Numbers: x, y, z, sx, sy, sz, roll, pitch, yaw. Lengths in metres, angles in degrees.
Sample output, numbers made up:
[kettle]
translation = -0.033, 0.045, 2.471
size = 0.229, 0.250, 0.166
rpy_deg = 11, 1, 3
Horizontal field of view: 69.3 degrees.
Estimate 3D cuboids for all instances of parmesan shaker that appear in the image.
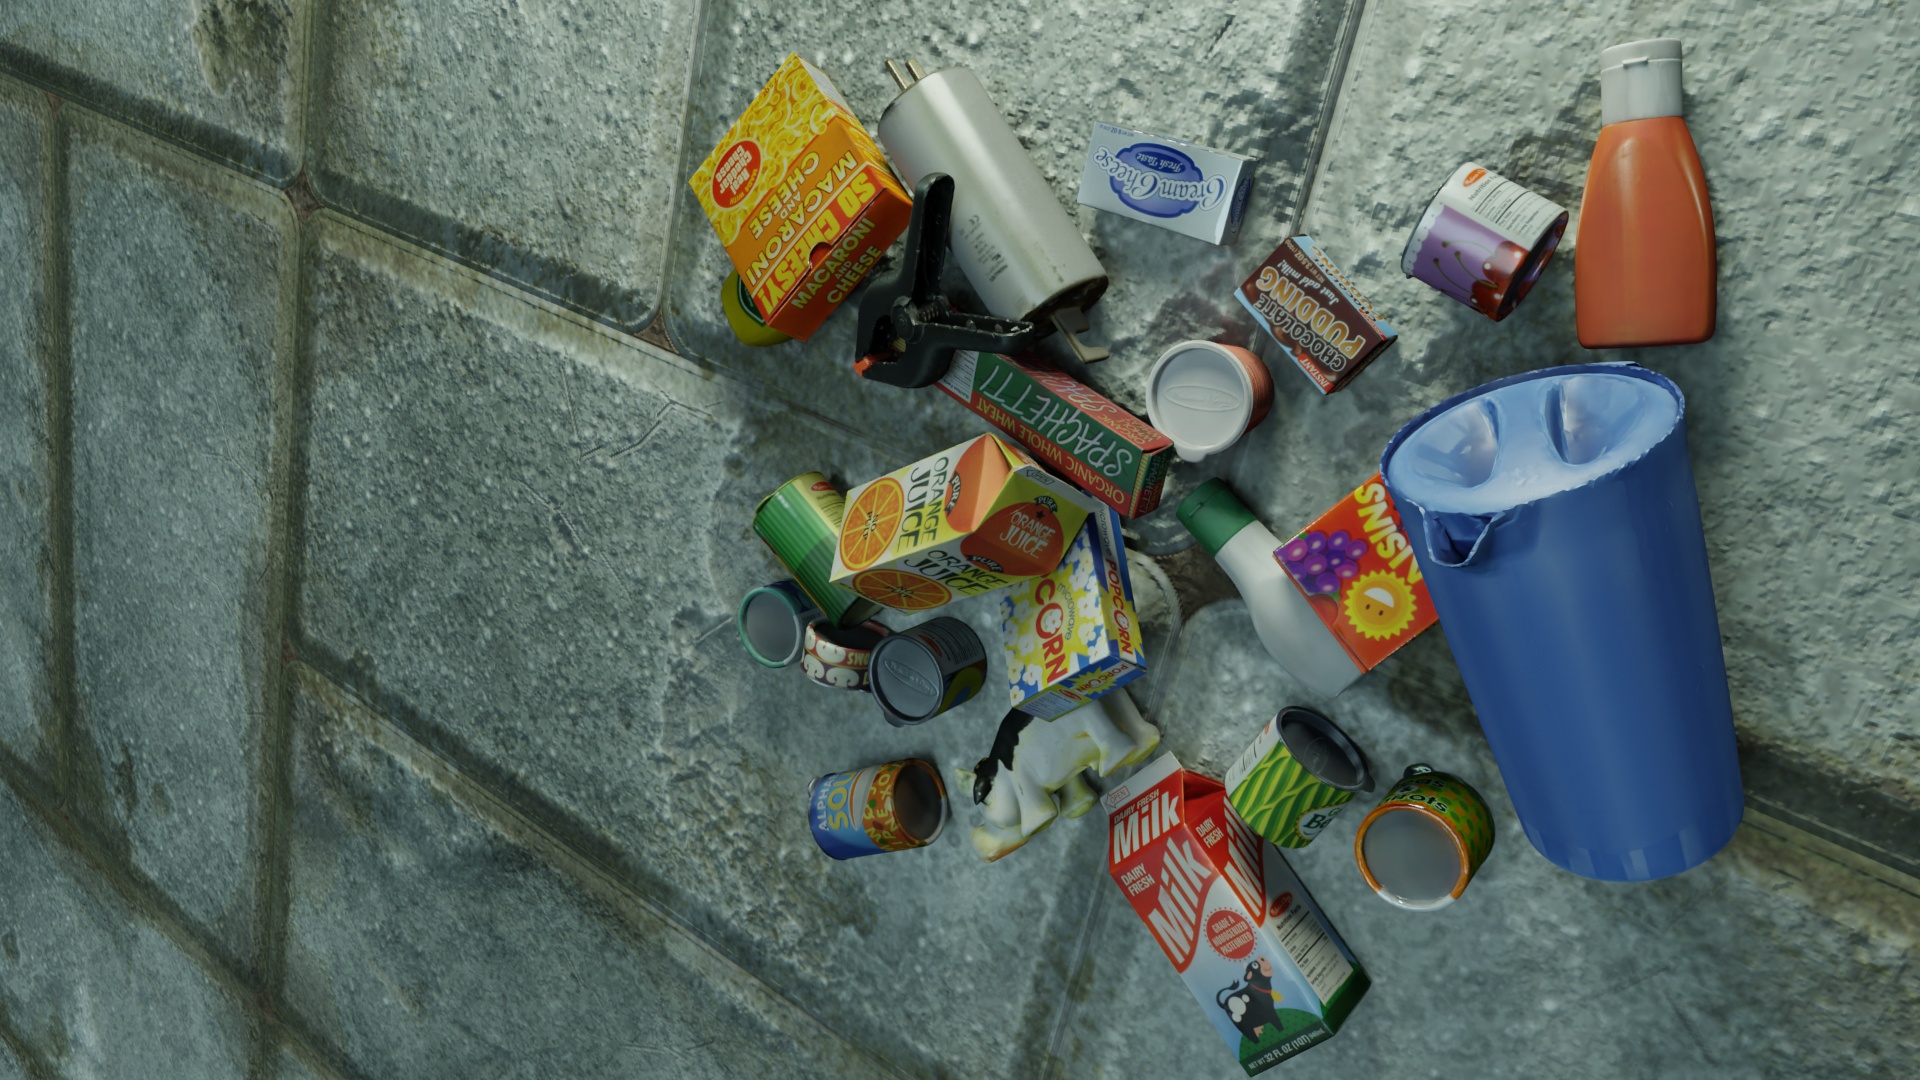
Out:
[parmesan shaker]
translation = -0.098, 0.009, 1.020
size = 0.103, 0.071, 0.071
rpy_deg = 49, 123, 16

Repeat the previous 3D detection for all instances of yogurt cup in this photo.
[yogurt cup]
translation = 0.153, -0.088, 0.837
size = 0.072, 0.054, 0.072
rpy_deg = 8, 105, 33

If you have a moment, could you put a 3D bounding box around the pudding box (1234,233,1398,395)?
[pudding box]
translation = 0.205, -0.131, 0.807
size = 0.084, 0.030, 0.049
rpy_deg = 53, 125, 14

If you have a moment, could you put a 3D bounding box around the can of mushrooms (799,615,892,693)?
[can of mushrooms]
translation = -0.082, 0.083, 1.029
size = 0.071, 0.071, 0.033
rpy_deg = 23, 111, 29

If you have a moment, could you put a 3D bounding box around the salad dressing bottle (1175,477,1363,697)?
[salad dressing bottle]
translation = 0.192, 0.026, 0.842
size = 0.148, 0.044, 0.064
rpy_deg = 50, 119, 17

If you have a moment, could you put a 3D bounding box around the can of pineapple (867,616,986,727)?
[can of pineapple]
translation = -0.025, 0.094, 0.997
size = 0.071, 0.058, 0.070
rpy_deg = 8, 105, 33

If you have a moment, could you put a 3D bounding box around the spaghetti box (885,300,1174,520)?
[spaghetti box]
translation = 0.036, -0.095, 0.896
size = 0.251, 0.029, 0.050
rpy_deg = 38, 132, 36

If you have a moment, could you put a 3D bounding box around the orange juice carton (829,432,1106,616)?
[orange juice carton]
translation = 0.003, -0.011, 0.912
size = 0.192, 0.072, 0.073
rpy_deg = -19, 53, 46

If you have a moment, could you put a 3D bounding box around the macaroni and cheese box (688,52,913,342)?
[macaroni and cheese box]
translation = -0.112, -0.236, 0.949
size = 0.123, 0.040, 0.167
rpy_deg = -45, 53, 20

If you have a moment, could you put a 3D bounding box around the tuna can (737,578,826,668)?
[tuna can]
translation = -0.142, 0.064, 1.087
size = 0.071, 0.033, 0.071
rpy_deg = 8, 105, 33

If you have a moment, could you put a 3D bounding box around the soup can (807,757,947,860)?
[soup can]
translation = -0.063, 0.199, 1.039
size = 0.083, 0.071, 0.071
rpy_deg = -18, 90, 35

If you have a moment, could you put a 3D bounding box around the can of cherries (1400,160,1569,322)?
[can of cherries]
translation = 0.276, -0.156, 0.733
size = 0.058, 0.072, 0.071
rpy_deg = 36, 118, 22

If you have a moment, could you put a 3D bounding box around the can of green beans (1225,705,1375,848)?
[can of green beans]
translation = 0.204, 0.144, 0.845
size = 0.071, 0.071, 0.057
rpy_deg = 44, 122, 19

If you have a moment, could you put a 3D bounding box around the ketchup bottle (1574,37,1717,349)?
[ketchup bottle]
translation = 0.342, -0.171, 0.695
size = 0.064, 0.044, 0.148
rpy_deg = 1, 100, 34

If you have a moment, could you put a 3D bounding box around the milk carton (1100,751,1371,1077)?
[milk carton]
translation = 0.166, 0.229, 0.885
size = 0.072, 0.074, 0.191
rpy_deg = -43, 75, 34

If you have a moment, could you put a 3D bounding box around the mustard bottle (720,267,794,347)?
[mustard bottle]
translation = -0.105, -0.198, 0.995
size = 0.159, 0.049, 0.065
rpy_deg = -30, 80, 35

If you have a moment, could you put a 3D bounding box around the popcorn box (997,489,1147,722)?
[popcorn box]
translation = 0.068, 0.041, 0.897
size = 0.085, 0.038, 0.127
rpy_deg = -33, 48, 34

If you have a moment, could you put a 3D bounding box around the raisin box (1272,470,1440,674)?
[raisin box]
translation = 0.250, 0.004, 0.775
size = 0.123, 0.040, 0.086
rpy_deg = -39, 77, 13

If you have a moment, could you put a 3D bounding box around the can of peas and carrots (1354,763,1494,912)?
[can of peas and carrots]
translation = 0.270, 0.173, 0.810
size = 0.071, 0.059, 0.070
rpy_deg = 8, 105, 33

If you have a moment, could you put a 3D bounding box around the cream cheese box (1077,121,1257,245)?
[cream cheese box]
translation = 0.125, -0.218, 0.847
size = 0.104, 0.024, 0.053
rpy_deg = 24, 114, 29
